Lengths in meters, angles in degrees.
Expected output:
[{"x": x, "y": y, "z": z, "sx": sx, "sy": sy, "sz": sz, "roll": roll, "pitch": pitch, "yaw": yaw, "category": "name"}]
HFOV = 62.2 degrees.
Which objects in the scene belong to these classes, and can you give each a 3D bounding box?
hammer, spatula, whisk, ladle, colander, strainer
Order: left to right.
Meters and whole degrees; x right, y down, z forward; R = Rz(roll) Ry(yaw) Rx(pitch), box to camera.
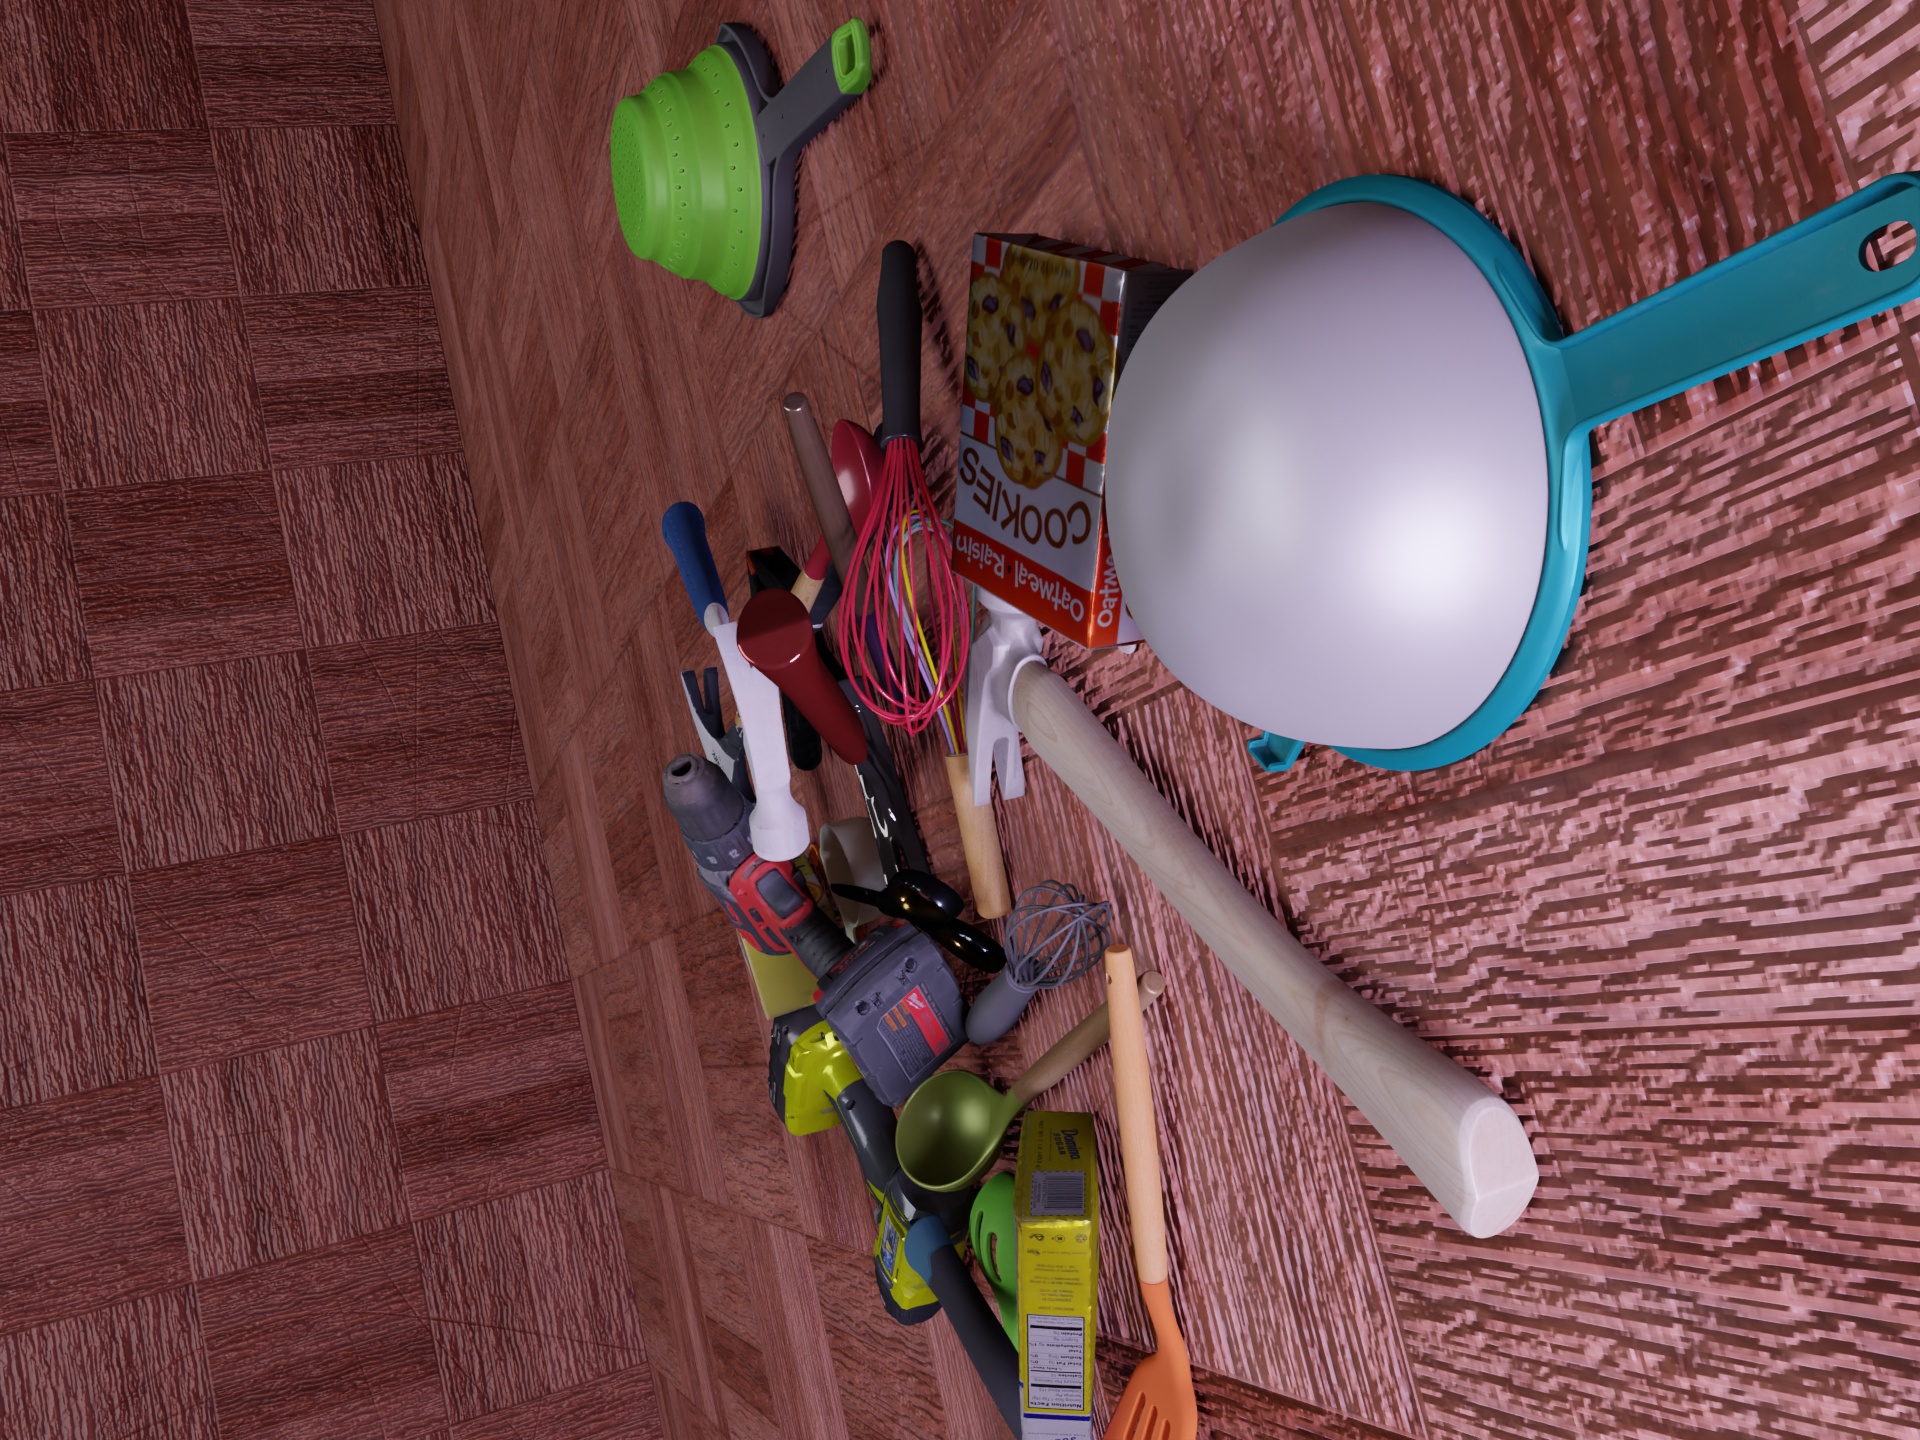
[{"x": -0.163, "y": -0.388, "z": 1.070, "sx": 0.397, "sy": 0.094, "sz": 0.204, "roll": -173, "pitch": 74, "yaw": -67, "category": "colander"}, {"x": -0.162, "y": -0.069, "z": 1.067, "sx": 0.406, "sy": 0.035, "sz": 0.144, "roll": -122, "pitch": 23, "yaw": -59, "category": "hammer"}, {"x": -0.115, "y": -0.065, "z": 1.109, "sx": 0.149, "sy": 0.036, "sz": 0.408, "roll": 65, "pitch": 146, "yaw": 21, "category": "hammer"}, {"x": -0.102, "y": -0.080, "z": 1.027, "sx": 0.315, "sy": 0.031, "sz": 0.069, "roll": -55, "pitch": 49, "yaw": 51, "category": "ladle"}, {"x": -0.069, "y": 0.008, "z": 0.913, "sx": 0.359, "sy": 0.036, "sz": 0.149, "roll": 69, "pitch": -176, "yaw": -77, "category": "hammer"}, {"x": -0.061, "y": -0.083, "z": 0.925, "sx": 0.315, "sy": 0.018, "sz": 0.060, "roll": 74, "pitch": 179, "yaw": -60, "category": "spatula"}, {"x": -0.032, "y": -0.133, "z": 0.872, "sx": 0.073, "sy": 0.073, "sz": 0.296, "roll": 138, "pitch": 133, "yaw": -64, "category": "whisk"}, {"x": 0.000, "y": -0.003, "z": 0.933, "sx": 0.047, "sy": 0.051, "sz": 0.245, "roll": -110, "pitch": 8, "yaw": -82, "category": "whisk"}, {"x": 0.034, "y": 0.203, "z": 0.913, "sx": 0.320, "sy": 0.062, "sz": 0.078, "roll": 123, "pitch": 157, "yaw": -55, "category": "ladle"}, {"x": 0.034, "y": 0.146, "z": 0.898, "sx": 0.238, "sy": 0.055, "sz": 0.055, "roll": 114, "pitch": 140, "yaw": -61, "category": "whisk"}, {"x": 0.056, "y": 0.442, "z": 0.949, "sx": 0.331, "sy": 0.033, "sz": 0.128, "roll": 52, "pitch": 144, "yaw": 36, "category": "hammer"}, {"x": 0.089, "y": 0.267, "z": 0.814, "sx": 0.081, "sy": 0.041, "sz": 0.322, "roll": -154, "pitch": 53, "yaw": -63, "category": "spatula"}, {"x": 0.103, "y": 0.077, "z": 0.717, "sx": 0.411, "sy": 0.038, "sz": 0.146, "roll": -130, "pitch": 35, "yaw": -50, "category": "hammer"}, {"x": 0.131, "y": -0.087, "z": 0.499, "sx": 0.340, "sy": 0.095, "sz": 0.211, "roll": 161, "pitch": 98, "yaw": -69, "category": "strainer"}]

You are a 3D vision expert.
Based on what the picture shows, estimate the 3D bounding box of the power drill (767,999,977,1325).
[{"x": -0.066, "y": 0.326, "z": 1.181, "sx": 0.223, "sy": 0.080, "sz": 0.171, "roll": 54, "pitch": 147, "yaw": 41, "category": "power drill"}]

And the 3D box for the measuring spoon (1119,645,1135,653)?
[{"x": 0.053, "y": -0.077, "z": 0.790, "sx": 0.034, "sy": 0.018, "sz": 0.124, "roll": 105, "pitch": 146, "yaw": -46, "category": "measuring spoon"}]

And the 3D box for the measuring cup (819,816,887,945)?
[{"x": -0.064, "y": 0.146, "z": 1.151, "sx": 0.083, "sy": 0.038, "sz": 0.167, "roll": -143, "pitch": 39, "yaw": -59, "category": "measuring cup"}]

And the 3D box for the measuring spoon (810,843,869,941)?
[{"x": -0.091, "y": 0.137, "z": 1.245, "sx": 0.117, "sy": 0.011, "sz": 0.021, "roll": 53, "pitch": 146, "yaw": 41, "category": "measuring spoon"}]

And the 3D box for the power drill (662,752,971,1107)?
[{"x": -0.103, "y": 0.126, "z": 1.031, "sx": 0.227, "sy": 0.080, "sz": 0.187, "roll": 36, "pitch": 159, "yaw": 40, "category": "power drill"}]

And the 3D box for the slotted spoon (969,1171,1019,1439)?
[{"x": 0.043, "y": 0.448, "z": 1.037, "sx": 0.070, "sy": 0.031, "sz": 0.313, "roll": 6, "pitch": 107, "yaw": 64, "category": "slotted spoon"}]
